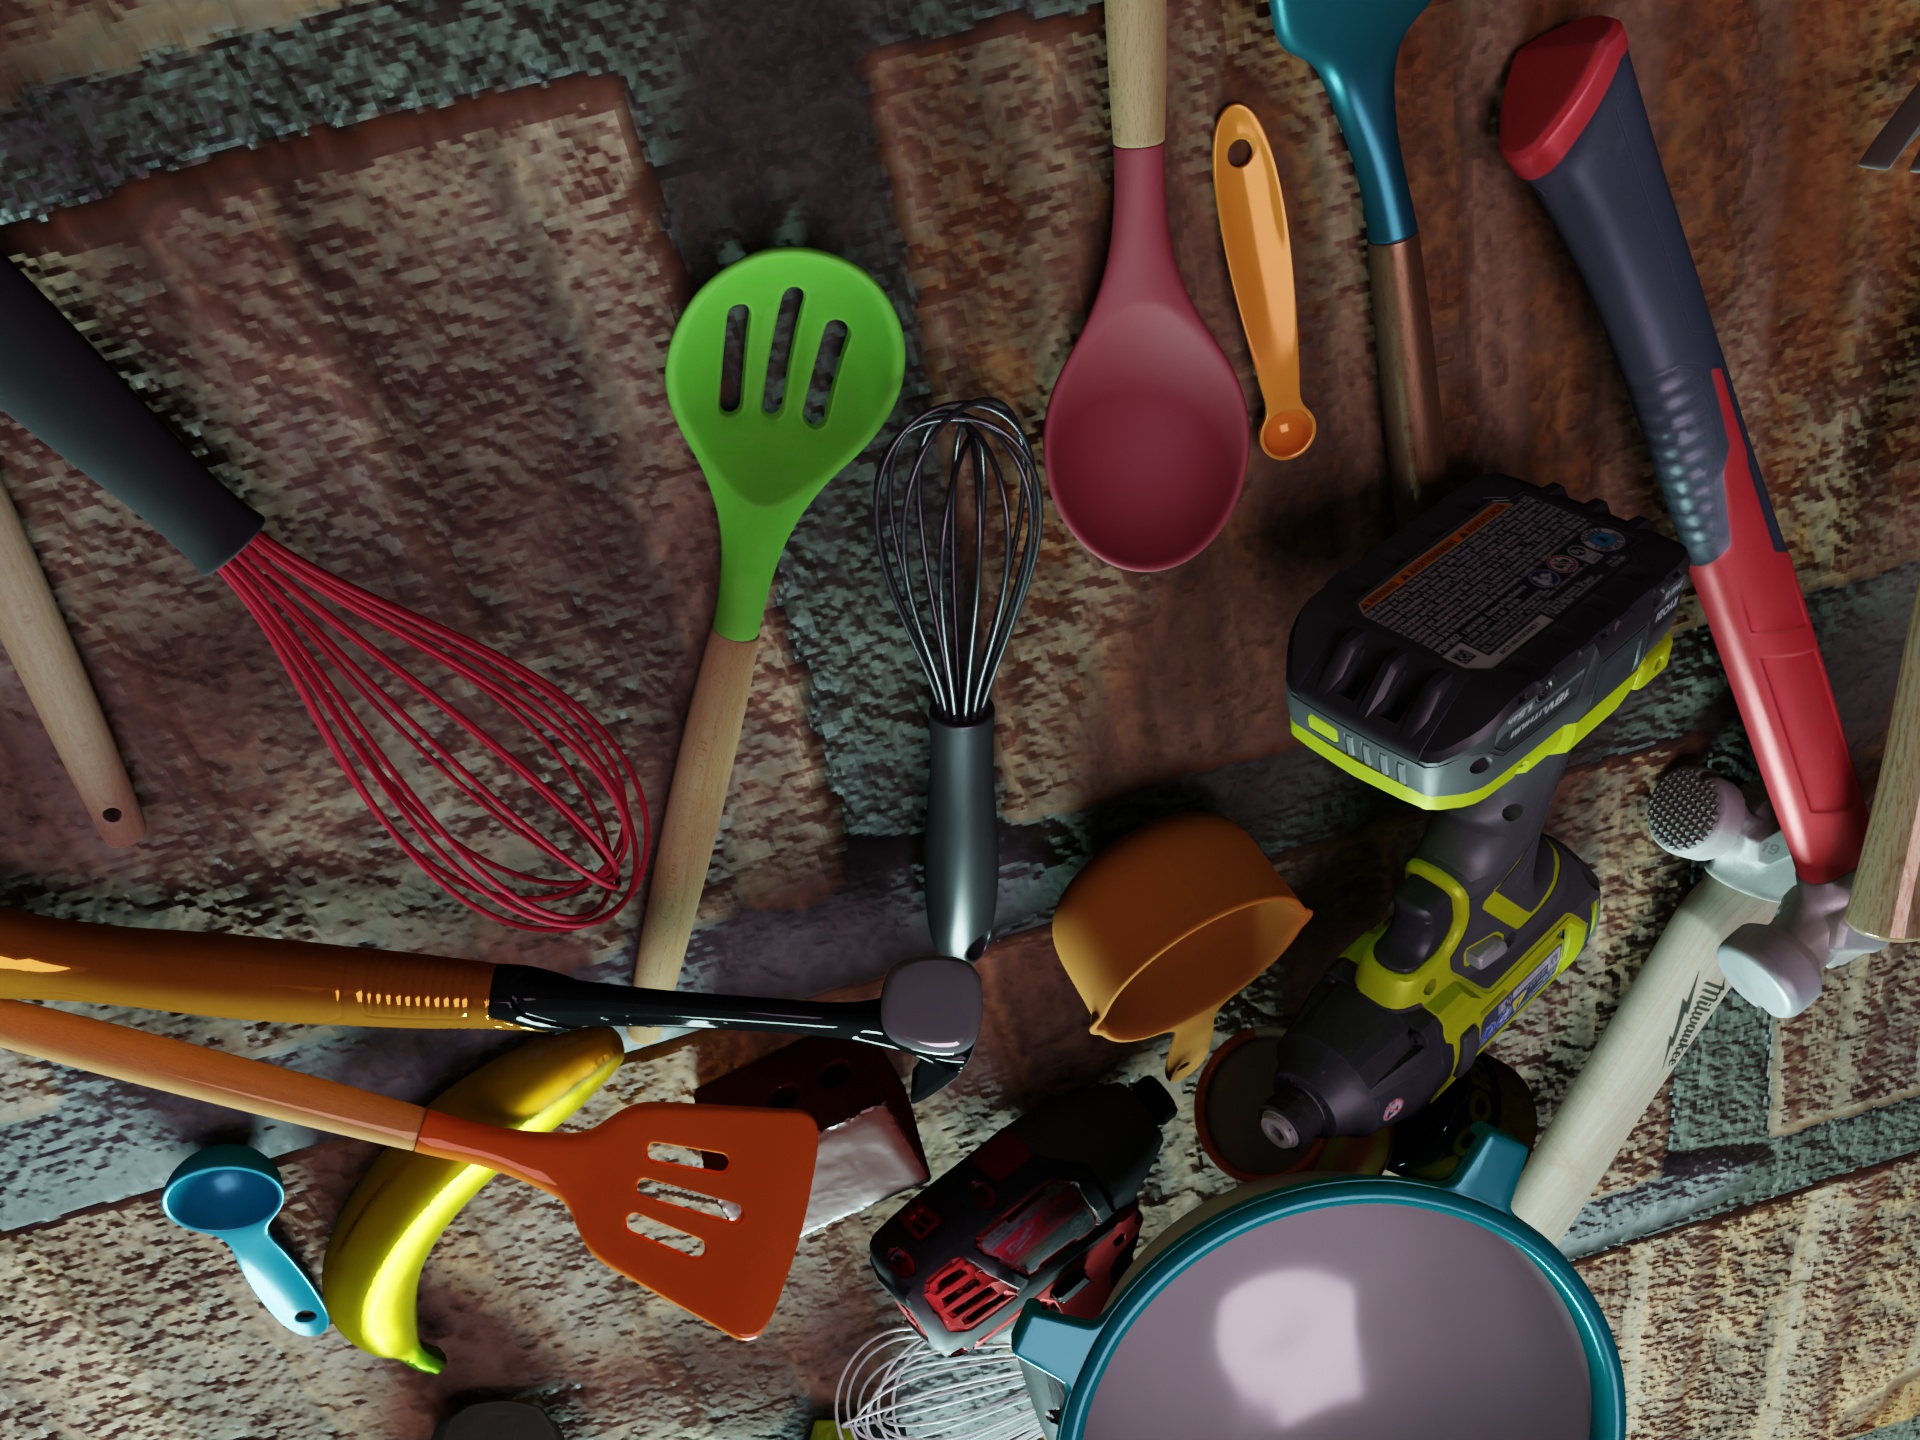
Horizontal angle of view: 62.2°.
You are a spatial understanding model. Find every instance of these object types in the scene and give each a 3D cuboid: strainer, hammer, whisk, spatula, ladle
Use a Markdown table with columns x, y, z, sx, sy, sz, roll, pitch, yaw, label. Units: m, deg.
| x | y | z | sx | sy | sz | roll | pitch | yaw | label |
| --- | --- | --- | --- | --- | --- | --- | --- | --- | --- |
| 0.156 | 0.313 | 0.625 | 0.211 | 0.095 | 0.340 | -21 | 103 | -2 | strainer |
| -0.164 | 0.092 | 0.533 | 0.337 | 0.034 | 0.127 | 6 | 160 | -4 | hammer |
| 0.288 | 0.211 | 0.741 | 0.146 | 0.038 | 0.410 | 14 | 113 | -23 | hammer |
| -0.195 | -0.037 | 0.460 | 0.073 | 0.073 | 0.295 | -35 | 121 | 9 | whisk |
| -0.001 | -0.001 | 0.545 | 0.055 | 0.055 | 0.238 | -8 | 128 | -10 | whisk |
| -0.212 | 0.135 | 0.551 | 0.322 | 0.041 | 0.081 | 18 | 76 | -11 | spatula |
| -0.284 | -0.094 | 0.428 | 0.059 | 0.018 | 0.315 | -16 | 124 | -14 | spatula |
| 0.049 | -0.189 | 0.448 | 0.069 | 0.031 | 0.315 | -12 | 122 | -10 | ladle |
| 0.349 | -0.077 | 0.544 | 0.130 | 0.031 | 0.331 | -6 | 110 | -18 | hammer |
| 0.284 | -0.068 | 0.560 | 0.143 | 0.038 | 0.386 | -38 | 118 | -9 | hammer |
| 0.079 | 0.300 | 0.757 | 0.284 | 0.070 | 0.070 | -8 | 124 | -16 | whisk |
| 0.144 | -0.126 | 0.502 | 0.082 | 0.044 | 0.317 | -26 | 126 | -9 | spatula |

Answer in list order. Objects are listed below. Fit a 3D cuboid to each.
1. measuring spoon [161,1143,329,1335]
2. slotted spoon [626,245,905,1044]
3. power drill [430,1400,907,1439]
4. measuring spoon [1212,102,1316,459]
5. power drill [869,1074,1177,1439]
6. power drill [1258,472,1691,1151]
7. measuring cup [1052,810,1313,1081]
| x | y | z | sx | sy | sz | roll | pitch | yaw | label |
| --- | --- | --- | --- | --- | --- | --- | --- | --- | --- |
| -0.274 | 0.204 | 0.627 | 0.042 | 0.021 | 0.128 | -11 | 133 | -8 | measuring spoon |
| -0.082 | -0.009 | 0.530 | 0.070 | 0.031 | 0.313 | 7 | 122 | -18 | slotted spoon |
| -0.145 | 0.403 | 0.750 | 0.228 | 0.080 | 0.190 | 7 | 120 | -15 | power drill |
| 0.095 | -0.137 | 0.505 | 0.021 | 0.011 | 0.116 | -19 | 121 | -2 | measuring spoon |
| 0.072 | 0.264 | 0.683 | 0.143 | 0.078 | 0.219 | -35 | 105 | -14 | power drill |
| 0.169 | 0.044 | 0.555 | 0.171 | 0.080 | 0.223 | -33 | 137 | -28 | power drill |
| 0.081 | 0.096 | 0.631 | 0.095 | 0.052 | 0.173 | -26 | 151 | -10 | measuring cup |
